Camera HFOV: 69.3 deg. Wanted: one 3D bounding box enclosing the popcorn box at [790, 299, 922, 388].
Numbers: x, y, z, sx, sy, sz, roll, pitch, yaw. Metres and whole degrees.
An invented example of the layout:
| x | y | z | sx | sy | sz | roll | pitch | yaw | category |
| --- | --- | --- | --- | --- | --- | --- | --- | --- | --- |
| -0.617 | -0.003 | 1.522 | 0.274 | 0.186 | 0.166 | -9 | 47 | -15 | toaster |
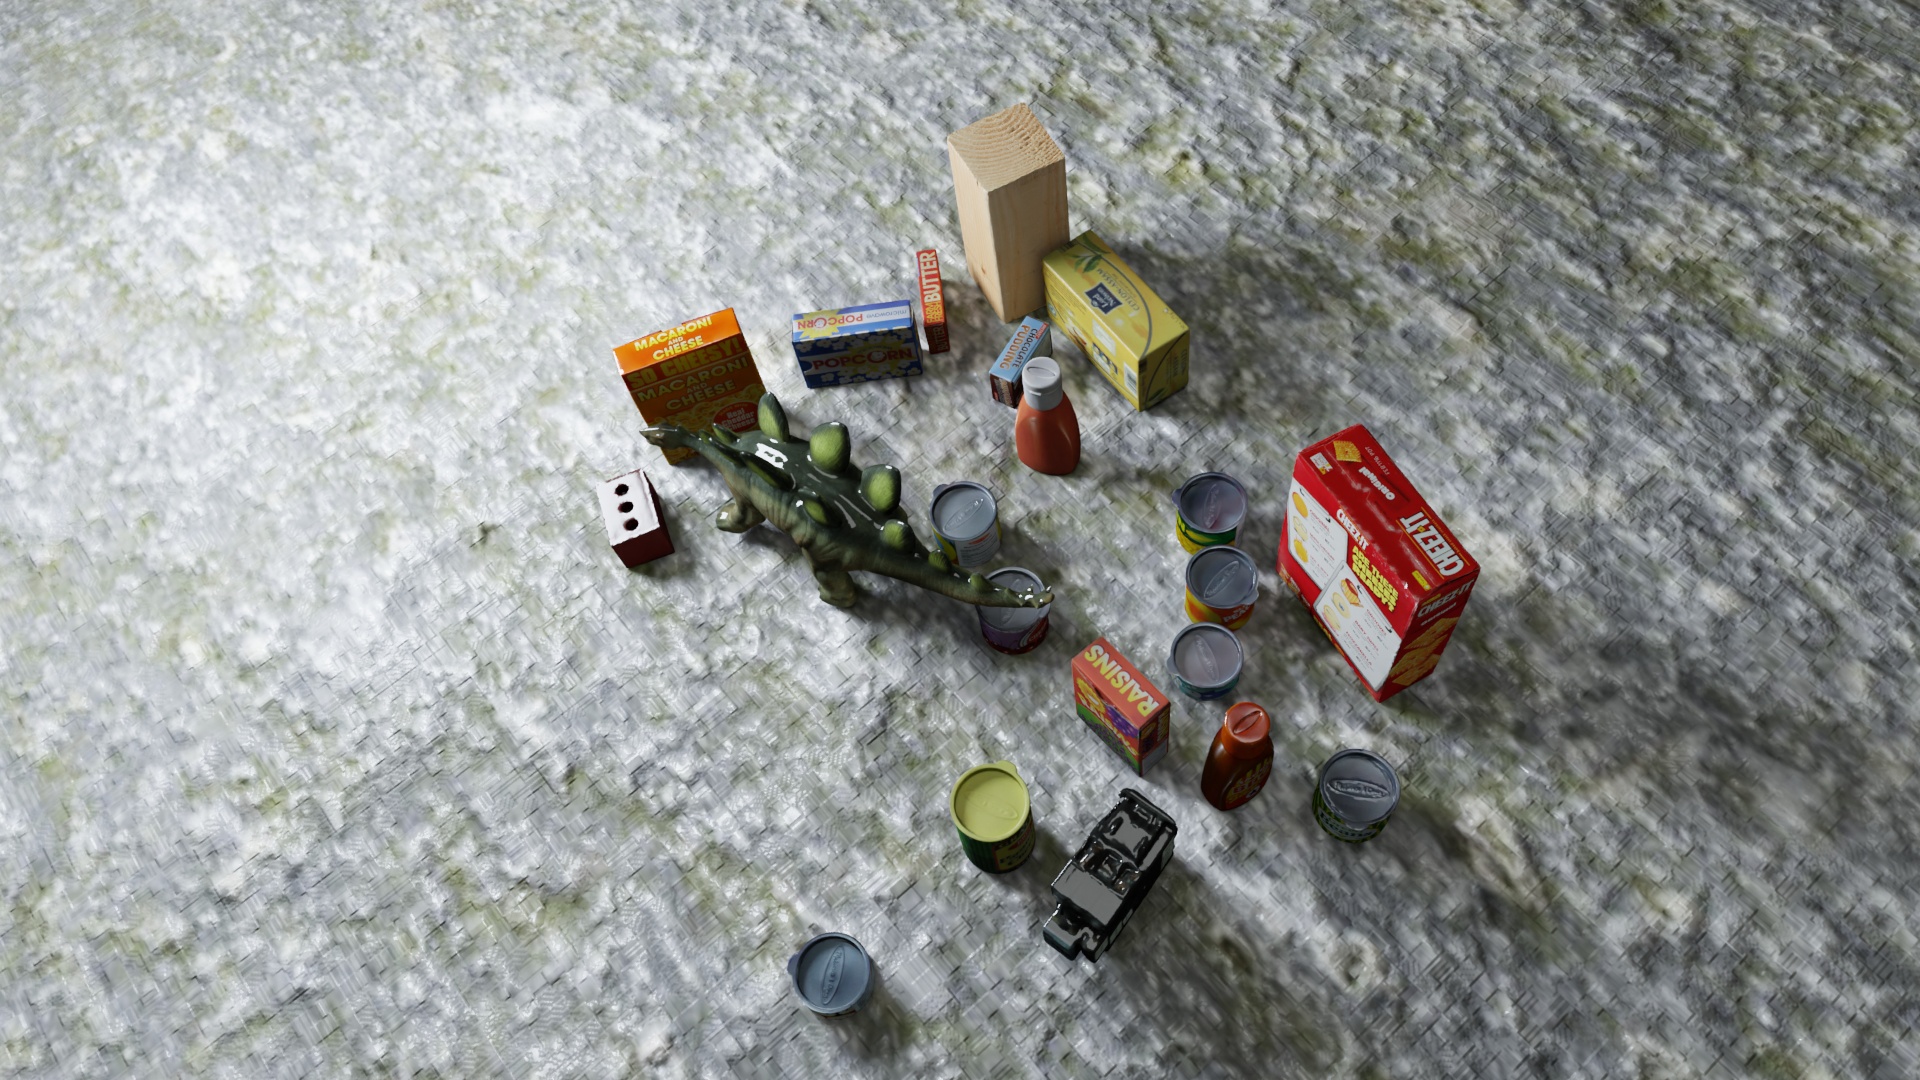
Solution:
| x | y | z | sx | sy | sz | roll | pitch | yaw | category |
| --- | --- | --- | --- | --- | --- | --- | --- | --- | --- |
| -0.106 | -0.204 | 1.451 | 0.127 | 0.085 | 0.038 | -7 | 61 | 3 | popcorn box |

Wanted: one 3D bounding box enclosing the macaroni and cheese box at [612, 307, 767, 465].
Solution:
| x | y | z | sx | sy | sz | roll | pitch | yaw | category |
| --- | --- | --- | --- | --- | --- | --- | --- | --- | --- |
| -0.262 | -0.152 | 1.394 | 0.124 | 0.165 | 0.040 | -20 | 61 | -5 | macaroni and cheese box |

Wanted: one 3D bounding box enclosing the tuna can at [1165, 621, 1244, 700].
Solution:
| x | y | z | sx | sy | sz | roll | pitch | yaw | category |
| --- | --- | --- | --- | --- | --- | --- | --- | --- | --- |
| 0.222 | 0.111 | 1.267 | 0.071 | 0.032 | 0.071 | -3 | 61 | 5 | tuna can |

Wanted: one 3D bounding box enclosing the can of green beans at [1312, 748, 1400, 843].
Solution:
| x | y | z | sx | sy | sz | roll | pitch | yaw | category |
| --- | --- | --- | --- | --- | --- | --- | --- | --- | --- |
| 0.335 | 0.218 | 1.181 | 0.071 | 0.057 | 0.071 | -3 | 61 | 5 | can of green beans |

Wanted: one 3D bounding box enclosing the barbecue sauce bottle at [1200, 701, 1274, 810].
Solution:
| x | y | z | sx | sy | sz | roll | pitch | yaw | category |
| --- | --- | --- | --- | --- | --- | --- | --- | --- | --- |
| 0.234 | 0.178 | 1.163 | 0.065 | 0.148 | 0.044 | -34 | 63 | -12 | barbecue sauce bottle |

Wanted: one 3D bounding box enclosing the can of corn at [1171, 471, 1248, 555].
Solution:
| x | y | z | sx | sy | sz | roll | pitch | yaw | category |
| --- | --- | --- | --- | --- | --- | --- | --- | --- | --- |
| 0.236 | -0.023 | 1.326 | 0.071 | 0.058 | 0.071 | -3 | 61 | 5 | can of corn |

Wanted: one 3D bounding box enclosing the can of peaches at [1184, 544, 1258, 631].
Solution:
| x | y | z | sx | sy | sz | roll | pitch | yaw | category |
| --- | --- | --- | --- | --- | --- | --- | --- | --- | --- |
| 0.242 | 0.047 | 1.286 | 0.071 | 0.057 | 0.071 | -3 | 61 | 5 | can of peaches |

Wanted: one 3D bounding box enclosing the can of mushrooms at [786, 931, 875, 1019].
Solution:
| x | y | z | sx | sy | sz | roll | pitch | yaw | category |
| --- | --- | --- | --- | --- | --- | --- | --- | --- | --- |
| -0.108 | 0.365 | 1.165 | 0.071 | 0.033 | 0.071 | -3 | 61 | 5 | can of mushrooms |

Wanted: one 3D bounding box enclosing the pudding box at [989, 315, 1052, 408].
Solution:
| x | y | z | sx | sy | sz | roll | pitch | yaw | category |
| --- | --- | --- | --- | --- | --- | --- | --- | --- | --- |
| 0.063 | -0.185 | 1.440 | 0.030 | 0.049 | 0.084 | 25 | 67 | 19 | pudding box |

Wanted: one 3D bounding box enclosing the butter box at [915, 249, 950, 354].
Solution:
| x | y | z | sx | sy | sz | roll | pitch | yaw | category |
| --- | --- | --- | --- | --- | --- | --- | --- | --- | --- |
| -0.030 | -0.256 | 1.489 | 0.024 | 0.053 | 0.104 | -8 | 61 | 2 | butter box |

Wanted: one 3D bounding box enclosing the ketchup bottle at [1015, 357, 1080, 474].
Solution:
| x | y | z | sx | sy | sz | roll | pitch | yaw | category |
| --- | --- | --- | --- | --- | --- | --- | --- | --- | --- |
| 0.083 | -0.120 | 1.345 | 0.065 | 0.148 | 0.044 | 15 | 64 | 14 | ketchup bottle |

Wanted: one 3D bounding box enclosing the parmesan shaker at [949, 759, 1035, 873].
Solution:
| x | y | z | sx | sy | sz | roll | pitch | yaw | category |
| --- | --- | --- | --- | --- | --- | --- | --- | --- | --- |
| 0.031 | 0.236 | 1.180 | 0.071 | 0.102 | 0.071 | -3 | 61 | 5 | parmesan shaker |

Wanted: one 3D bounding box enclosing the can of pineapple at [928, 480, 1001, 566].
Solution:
| x | y | z | sx | sy | sz | roll | pitch | yaw | category |
| --- | --- | --- | --- | --- | --- | --- | --- | --- | --- |
| 0.005 | -0.017 | 1.349 | 0.071 | 0.057 | 0.071 | -3 | 61 | 5 | can of pineapple |

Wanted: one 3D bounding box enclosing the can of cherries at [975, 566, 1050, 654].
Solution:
| x | y | z | sx | sy | sz | roll | pitch | yaw | category |
| --- | --- | --- | --- | --- | --- | --- | --- | --- | --- |
| 0.051 | 0.068 | 1.297 | 0.071 | 0.058 | 0.072 | -3 | 61 | 5 | can of cherries |

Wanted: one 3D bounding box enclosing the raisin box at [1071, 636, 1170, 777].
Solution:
| x | y | z | sx | sy | sz | roll | pitch | yaw | category |
| --- | --- | --- | --- | --- | --- | --- | --- | --- | --- |
| 0.139 | 0.146 | 1.206 | 0.040 | 0.123 | 0.086 | -38 | 64 | -14 | raisin box |
